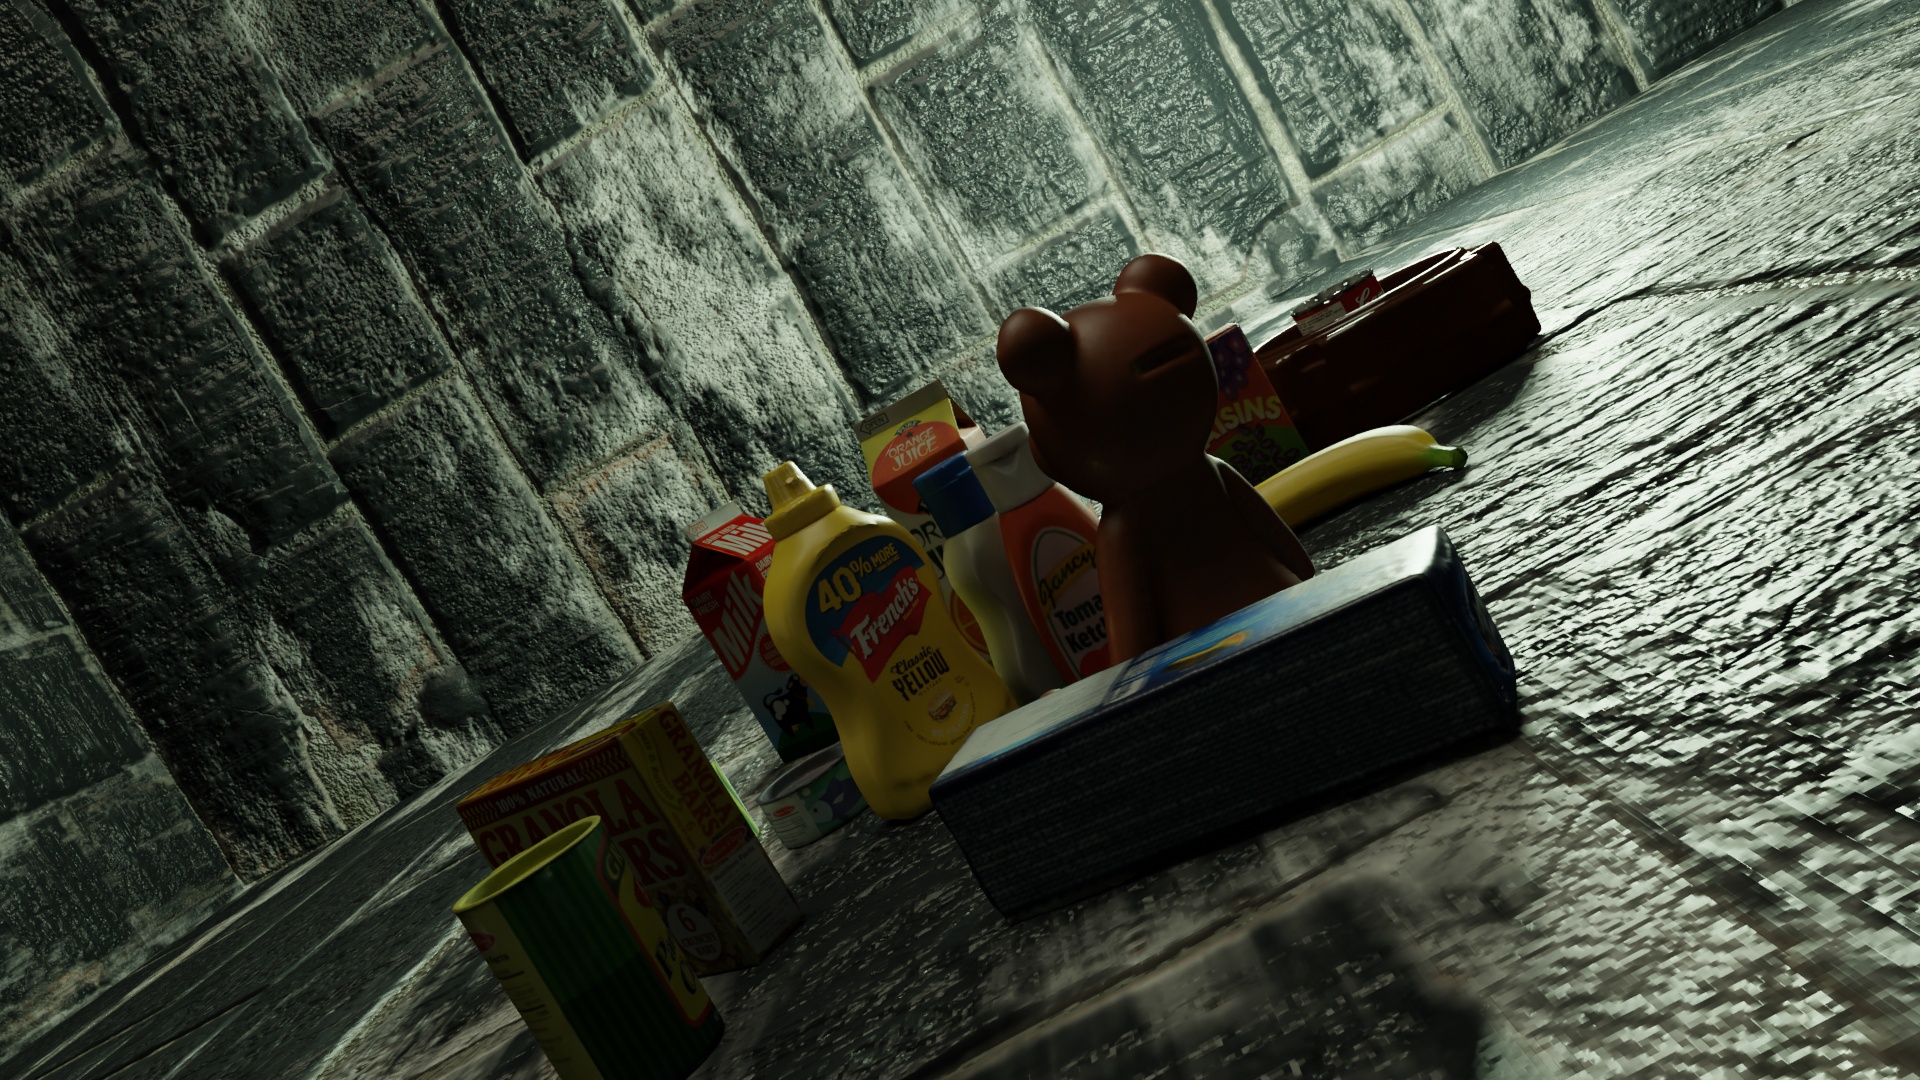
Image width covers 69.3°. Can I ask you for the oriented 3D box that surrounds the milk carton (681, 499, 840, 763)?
[{"bbox_3d":[-0.138,0.061,1.037,0.073,0.190,0.072,-27,6,30],"label":"milk carton"}]

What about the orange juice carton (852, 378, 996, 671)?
[{"bbox_3d":[0.003,-0.012,0.952,0.071,0.192,0.073,-29,6,13],"label":"orange juice carton"}]

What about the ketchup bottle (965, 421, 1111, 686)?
[{"bbox_3d":[0.054,0.009,0.741,0.065,0.148,0.043,-30,5,5],"label":"ketchup bottle"}]

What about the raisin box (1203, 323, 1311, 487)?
[{"bbox_3d":[0.184,-0.079,0.977,0.086,0.123,0.040,-29,5,7],"label":"raisin box"}]

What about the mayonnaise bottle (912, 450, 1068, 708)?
[{"bbox_3d":[0.025,0.021,0.781,0.065,0.148,0.041,-34,6,-34],"label":"mayonnaise bottle"}]

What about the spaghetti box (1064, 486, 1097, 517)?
[{"bbox_3d":[0.087,-0.011,1.230,0.028,0.050,0.251,-29,6,16],"label":"spaghetti box"}]

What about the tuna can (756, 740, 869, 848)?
[{"bbox_3d":[-0.081,0.146,0.809,0.071,0.033,0.071,-30,6,3],"label":"tuna can"}]

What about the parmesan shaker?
[{"bbox_3d":[-0.151,0.174,0.570,0.071,0.103,0.071,-30,5,3],"label":"parmesan shaker"}]

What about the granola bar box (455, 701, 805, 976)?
[{"bbox_3d":[-0.169,0.159,0.687,0.165,0.124,0.039,-25,7,41],"label":"granola bar box"}]

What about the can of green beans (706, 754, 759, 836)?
[{"bbox_3d":[-0.168,0.176,0.865,0.071,0.058,0.071,-30,6,3],"label":"can of green beans"}]
